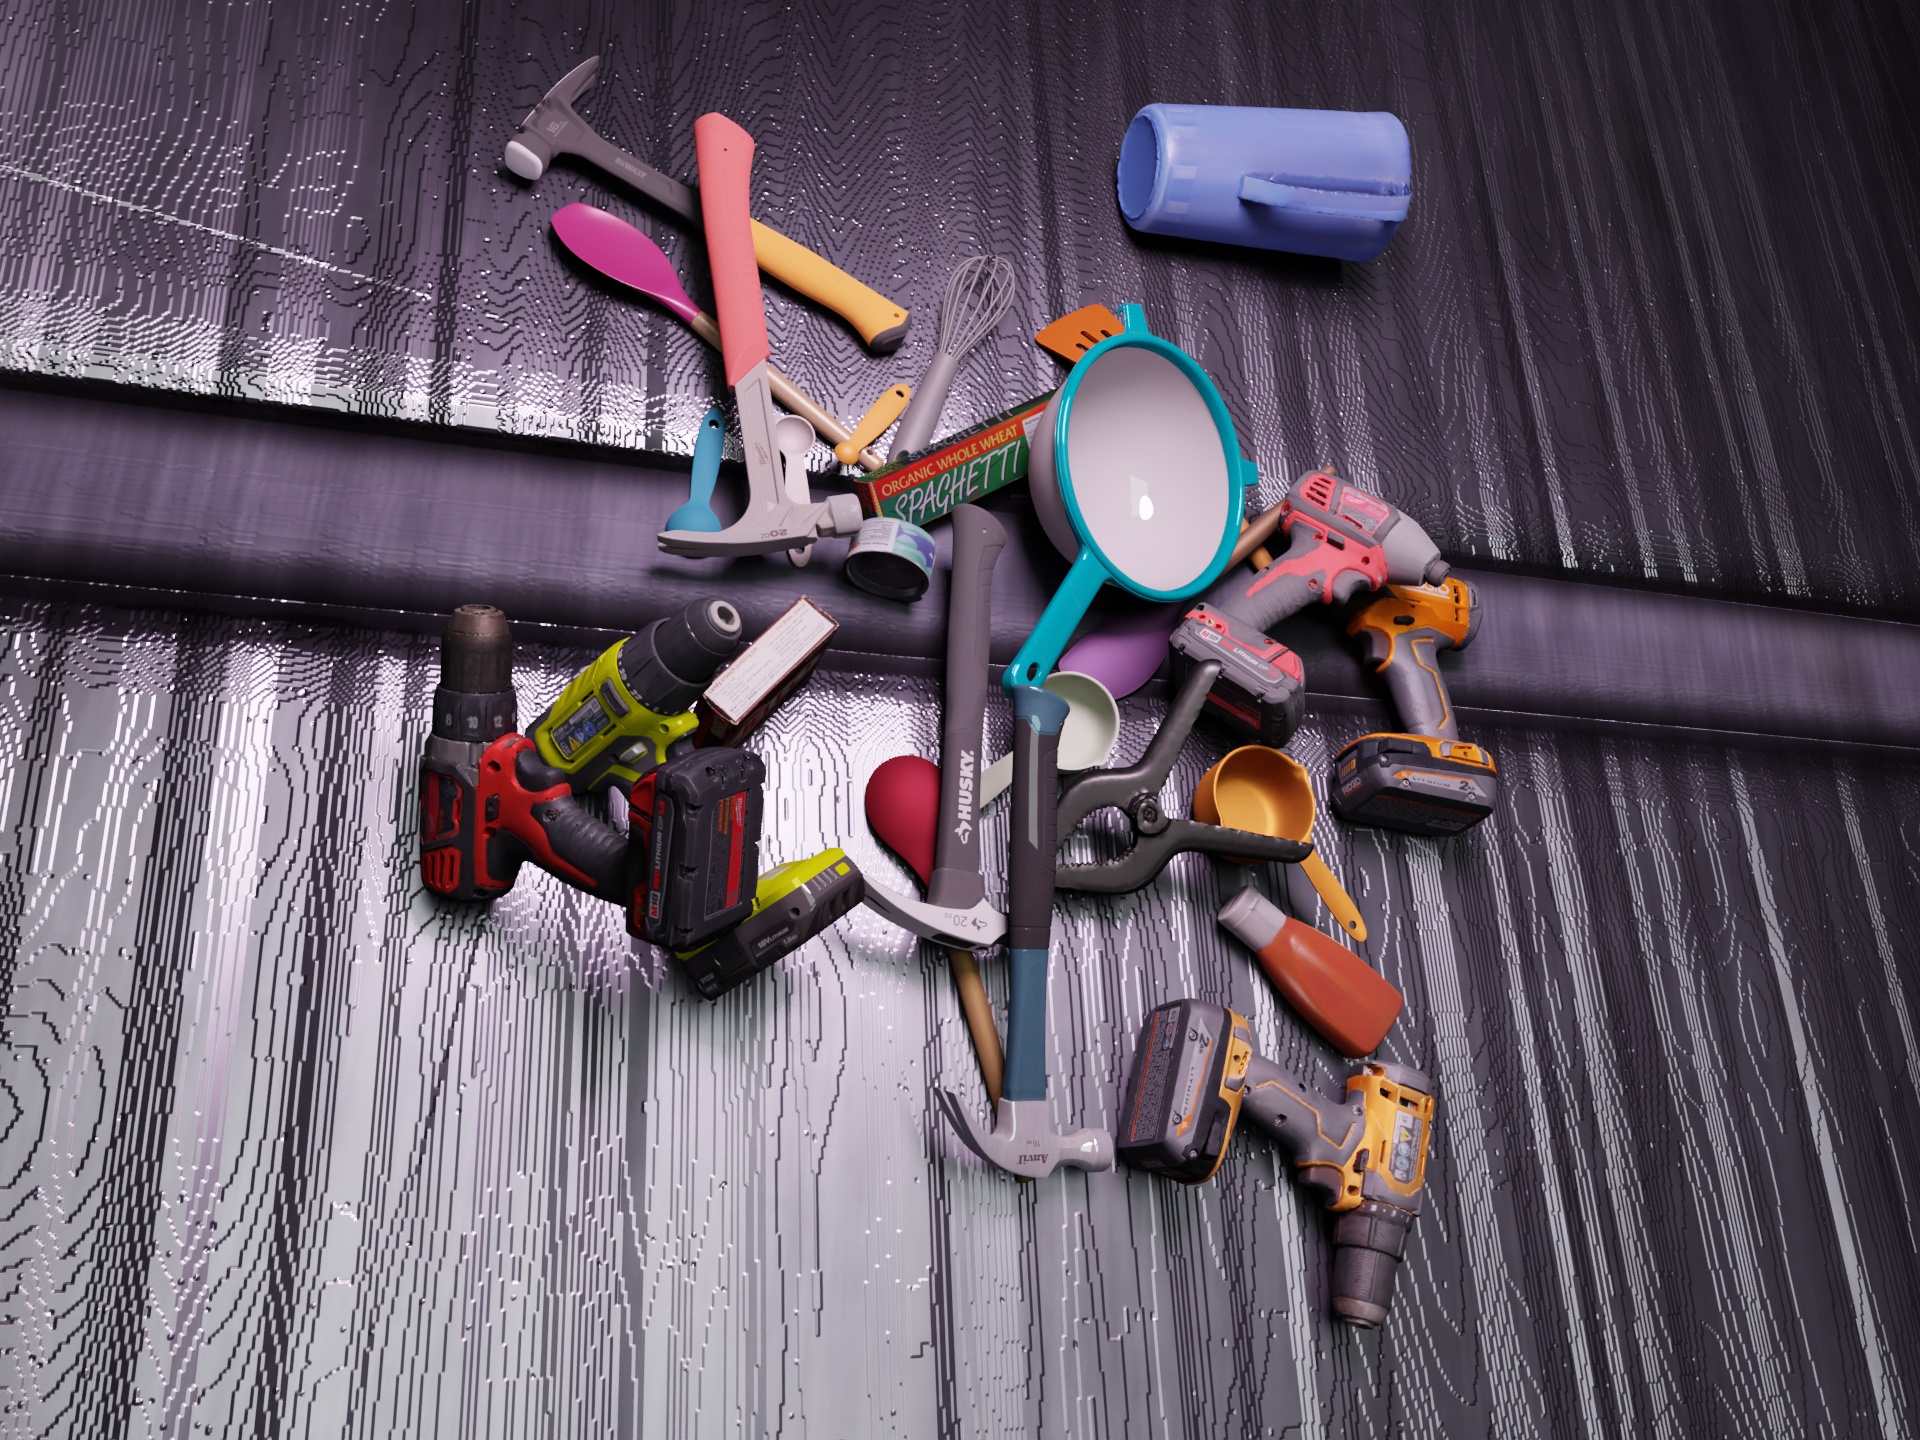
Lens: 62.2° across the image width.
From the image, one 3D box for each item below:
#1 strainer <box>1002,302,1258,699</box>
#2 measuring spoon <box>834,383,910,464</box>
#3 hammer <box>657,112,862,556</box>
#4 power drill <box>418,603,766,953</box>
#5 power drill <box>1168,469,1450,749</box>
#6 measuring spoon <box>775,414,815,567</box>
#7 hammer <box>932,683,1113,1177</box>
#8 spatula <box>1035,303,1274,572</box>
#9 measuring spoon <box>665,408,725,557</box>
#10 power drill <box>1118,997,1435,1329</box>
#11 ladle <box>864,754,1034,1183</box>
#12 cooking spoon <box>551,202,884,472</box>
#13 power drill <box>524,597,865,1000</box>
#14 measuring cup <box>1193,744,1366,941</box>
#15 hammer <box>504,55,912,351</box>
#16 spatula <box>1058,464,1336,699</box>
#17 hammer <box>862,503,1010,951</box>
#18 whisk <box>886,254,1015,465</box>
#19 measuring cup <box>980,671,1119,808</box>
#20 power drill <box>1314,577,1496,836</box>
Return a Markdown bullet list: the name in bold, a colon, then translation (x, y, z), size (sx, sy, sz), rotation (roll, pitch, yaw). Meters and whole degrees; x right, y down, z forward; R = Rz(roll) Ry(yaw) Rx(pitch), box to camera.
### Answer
- **strainer**: translation (0.095, -0.145, 1.236), size (0.210, 0.095, 0.340), rotation (47, 59, -27)
- **measuring spoon**: translation (-0.066, -0.238, 1.258), size (0.021, 0.011, 0.117), rotation (38, 48, -5)
- **hammer**: translation (-0.174, -0.295, 1.201), size (0.149, 0.036, 0.359), rotation (-7, 74, -11)
- **power drill**: translation (-0.235, 0.036, 0.972), size (0.227, 0.080, 0.188), rotation (12, 103, 23)
- **power drill**: translation (0.276, -0.092, 1.257), size (0.143, 0.078, 0.220), rotation (34, 71, 25)
- **measuring spoon**: translation (-0.128, -0.175, 1.226), size (0.034, 0.018, 0.124), rotation (0, 76, -16)
- **hammer**: translation (0.049, 0.141, 1.084), size (0.128, 0.033, 0.331), rotation (5, 83, -27)
- **spatula**: translation (0.188, -0.223, 1.355), size (0.081, 0.041, 0.322), rotation (-34, 88, -28)
- **measuring spoon**: translation (-0.192, -0.183, 1.197), size (0.042, 0.021, 0.129), rotation (12, 67, -16)
- **power drill**: translation (0.228, 0.311, 1.125), size (0.226, 0.084, 0.185), rotation (23, 65, -15)
- **ladle**: translation (0.000, 0.169, 1.125), size (0.069, 0.031, 0.315), rotation (-14, 76, -12)
- **cooking spoon**: translation (-0.187, -0.298, 1.247), size (0.319, 0.017, 0.069), rotation (39, 46, -2)
- **power drill**: translation (-0.164, 0.047, 1.027), size (0.228, 0.190, 0.080), rotation (57, 34, 2)
- **measuring cup**: translation (0.248, 0.103, 1.229), size (0.095, 0.052, 0.173), rotation (-33, 85, -28)
- **hammer**: translation (-0.186, -0.403, 1.279), size (0.336, 0.034, 0.127), rotation (30, 58, -8)
- **spatula**: translation (0.204, -0.117, 1.303), size (0.316, 0.018, 0.060), rotation (-40, 90, -21)
- **hammer**: translation (-0.002, -0.004, 1.149), size (0.146, 0.035, 0.335), rotation (12, 67, -23)
- **whisk**: translation (-0.010, -0.290, 1.297), size (0.055, 0.055, 0.239), rotation (26, 67, -9)
- **measuring cup**: translation (0.045, 0.031, 1.198), size (0.167, 0.038, 0.083), rotation (-38, 85, -11)
- **power drill**: translation (0.353, -0.030, 1.306), size (0.164, 0.084, 0.227), rotation (11, 62, -15)
